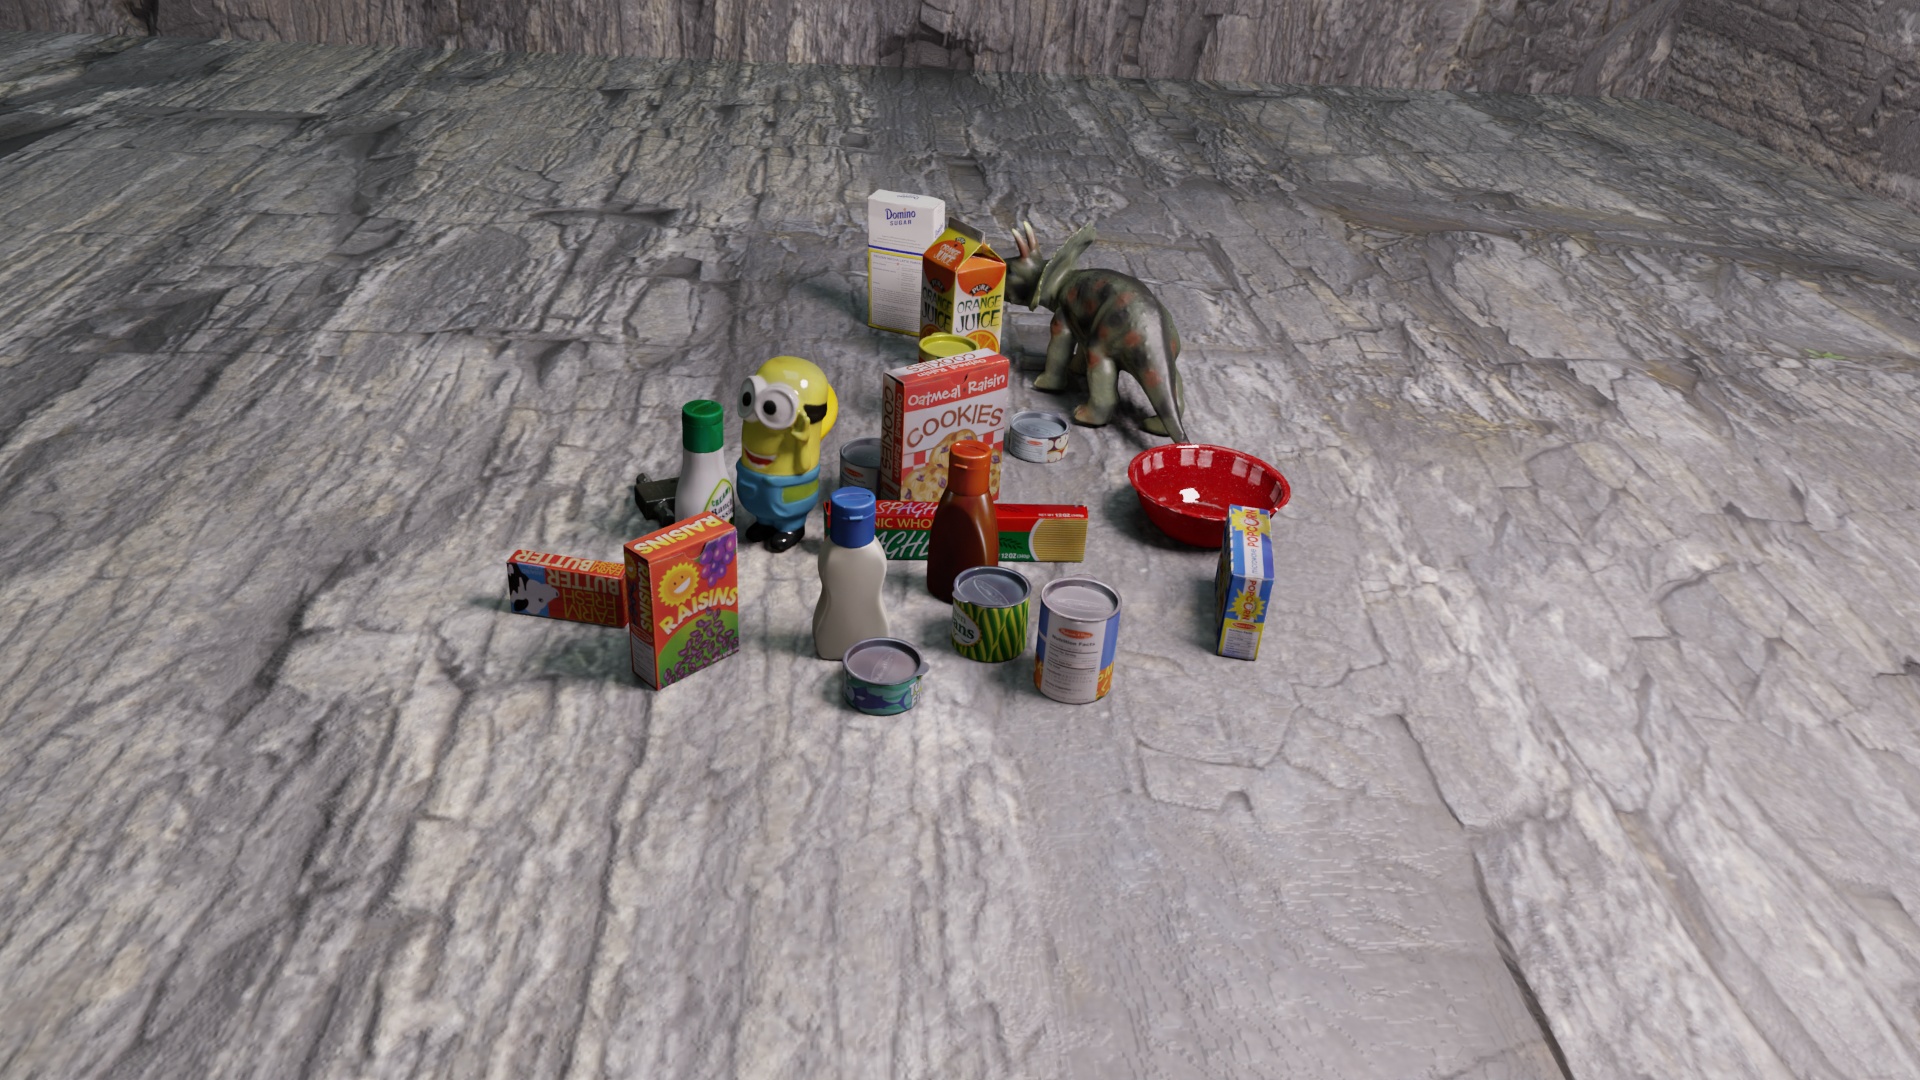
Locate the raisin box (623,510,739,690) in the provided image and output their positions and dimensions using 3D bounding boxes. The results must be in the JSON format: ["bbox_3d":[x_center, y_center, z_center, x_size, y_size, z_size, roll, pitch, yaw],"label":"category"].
[{"bbox_3d":[-0.223,0.048,1.118,0.040,0.122,0.086,28,38,36],"label":"raisin box"}]

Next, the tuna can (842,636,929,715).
[{"bbox_3d":[-0.060,0.110,1.121,0.071,0.032,0.071,3,30,-2],"label":"tuna can"}]

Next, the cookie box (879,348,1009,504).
[{"bbox_3d":[-0.016,-0.093,1.340,0.123,0.166,0.040,-18,36,-33],"label":"cookie box"}]

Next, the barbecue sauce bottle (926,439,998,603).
[{"bbox_3d":[0.004,-0.015,1.229,0.065,0.147,0.044,17,32,22],"label":"barbecue sauce bottle"}]

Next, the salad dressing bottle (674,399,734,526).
[{"bbox_3d":[-0.234,-0.055,1.270,0.044,0.146,0.064,17,33,22],"label":"salad dressing bottle"}]

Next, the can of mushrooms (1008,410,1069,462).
[{"bbox_3d":[0.087,-0.114,1.521,0.071,0.033,0.071,3,30,-2],"label":"can of mushrooms"}]

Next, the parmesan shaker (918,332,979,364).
[{"bbox_3d":[-0.016,-0.169,1.535,0.071,0.102,0.071,3,30,-2],"label":"parmesan shaker"}]

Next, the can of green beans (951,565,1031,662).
[{"bbox_3d":[0.026,0.063,1.187,0.071,0.057,0.071,3,30,-2],"label":"can of green beans"}]

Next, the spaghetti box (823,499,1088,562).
[{"bbox_3d":[-0.005,-0.009,1.313,0.250,0.050,0.029,1,30,-5],"label":"spaghetti box"}]

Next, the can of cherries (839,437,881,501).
[{"bbox_3d":[-0.087,-0.064,1.391,0.071,0.058,0.072,3,30,-2],"label":"can of cherries"}]

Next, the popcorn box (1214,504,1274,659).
[{"bbox_3d":[0.251,0.036,1.232,0.038,0.084,0.127,7,30,6],"label":"popcorn box"}]

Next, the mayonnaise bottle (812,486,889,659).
[{"bbox_3d":[-0.089,0.028,1.143,0.065,0.147,0.041,-3,31,-12],"label":"mayonnaise bottle"}]

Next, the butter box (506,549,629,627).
[{"bbox_3d":[-0.333,0.041,1.187,0.103,0.052,0.024,7,30,6],"label":"butter box"}]

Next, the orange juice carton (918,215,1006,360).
[{"bbox_3d":[0.001,-0.281,1.640,0.073,0.191,0.072,-16,35,-30],"label":"orange juice carton"}]

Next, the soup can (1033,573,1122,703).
[{"bbox_3d":[0.096,0.080,1.139,0.071,0.083,0.072,3,30,-2],"label":"soup can"}]
